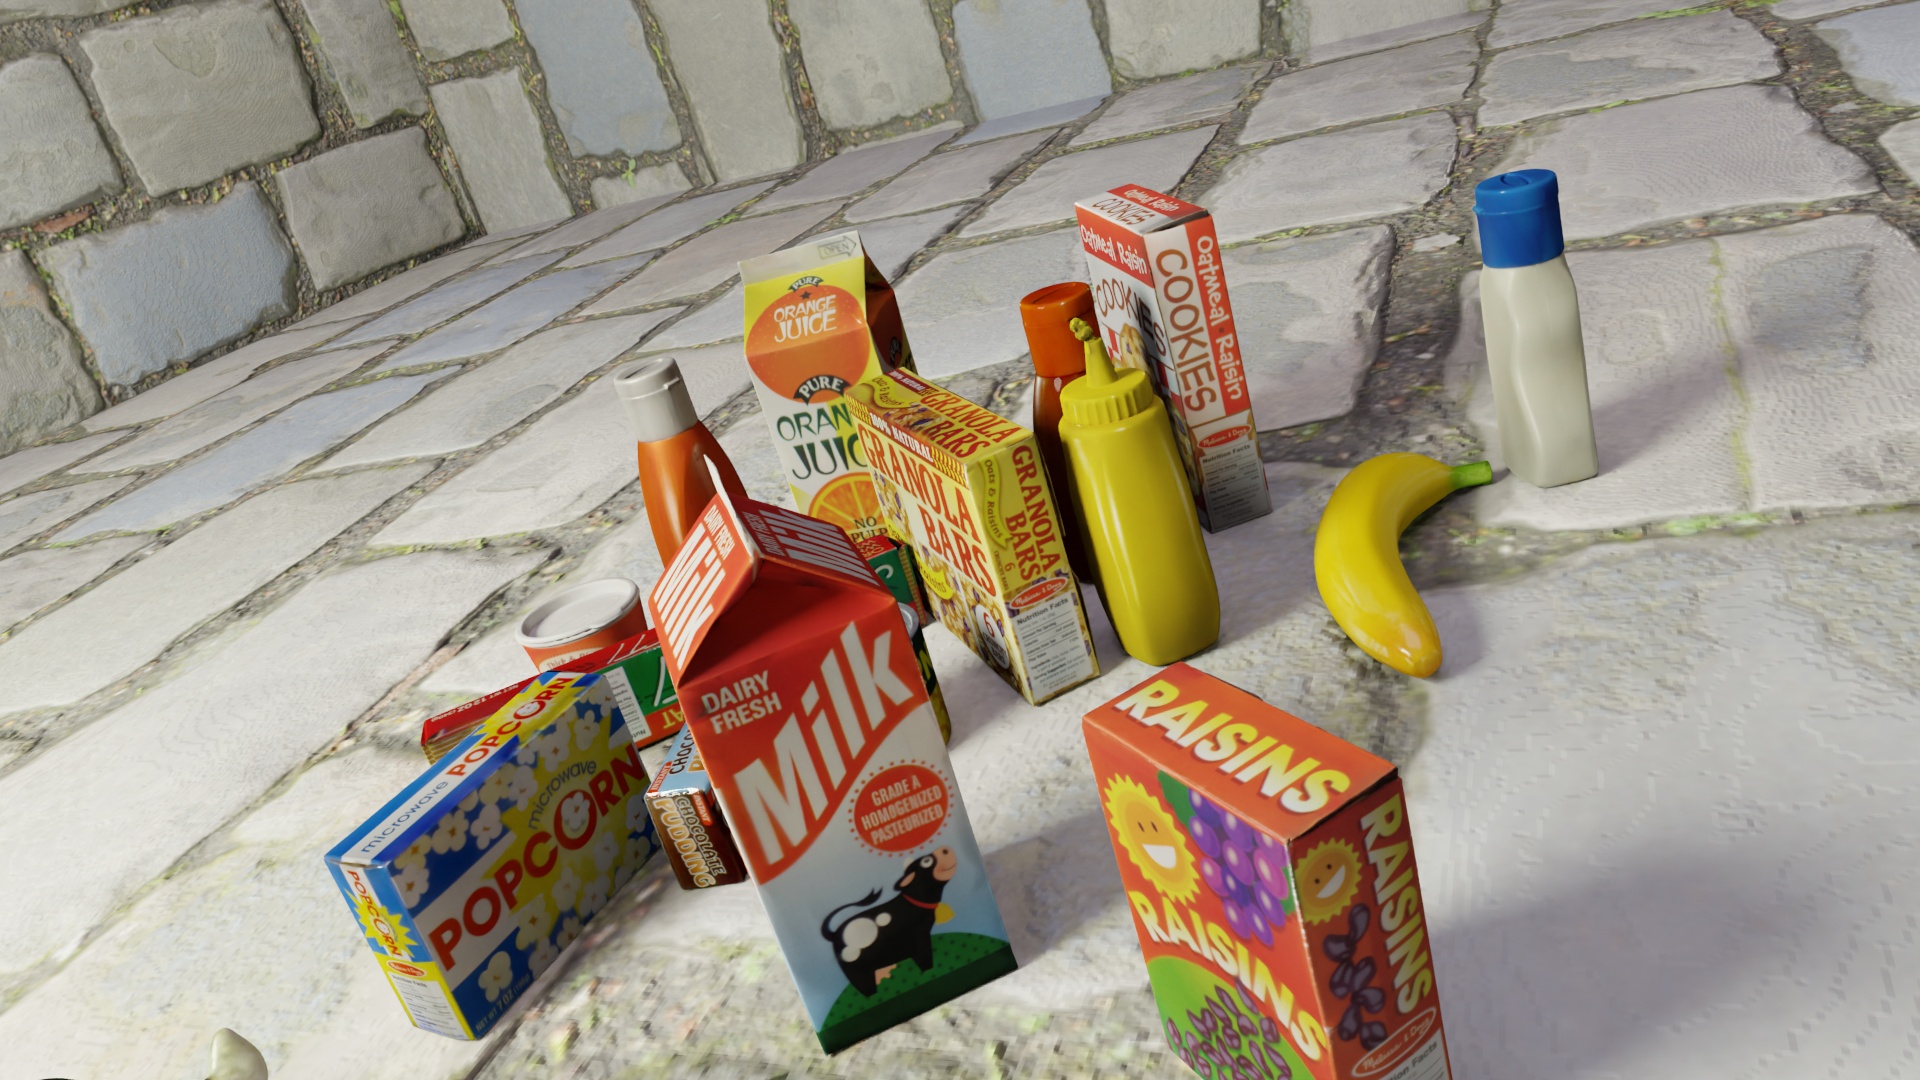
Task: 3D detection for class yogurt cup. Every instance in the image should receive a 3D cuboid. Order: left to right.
[{"bbox_3d":[-0.197,0.059,0.747,0.072,0.053,0.073,-14,23,6],"label":"yogurt cup"}]

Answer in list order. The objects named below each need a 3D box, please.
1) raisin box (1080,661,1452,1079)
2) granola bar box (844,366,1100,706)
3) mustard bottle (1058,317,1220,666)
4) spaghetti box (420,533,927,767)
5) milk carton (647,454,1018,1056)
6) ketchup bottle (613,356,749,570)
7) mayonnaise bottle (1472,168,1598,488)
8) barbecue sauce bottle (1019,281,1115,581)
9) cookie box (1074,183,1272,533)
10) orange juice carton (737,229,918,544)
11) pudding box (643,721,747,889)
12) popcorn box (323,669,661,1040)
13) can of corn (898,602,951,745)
[{"bbox_3d":[0.083,0.103,0.372,0.040,0.123,0.086,-26,25,-21],"label":"raisin box"},{"bbox_3d":[0.002,-0.008,0.676,0.039,0.123,0.166,-23,24,-15],"label":"granola bar box"},{"bbox_3d":[0.075,-0.024,0.617,0.049,0.159,0.065,-20,23,-9],"label":"mustard bottle"},{"bbox_3d":[-0.138,0.066,0.696,0.251,0.050,0.029,-23,24,-14],"label":"spaghetti box"},{"bbox_3d":[-0.048,0.065,0.459,0.073,0.189,0.072,-22,23,-11],"label":"milk carton"},{"bbox_3d":[-0.155,-0.031,0.799,0.043,0.148,0.065,1,28,36],"label":"ketchup bottle"},{"bbox_3d":[0.278,-0.103,0.674,0.041,0.147,0.065,-13,23,8],"label":"mayonnaise bottle"},{"bbox_3d":[0.065,-0.057,0.711,0.065,0.148,0.043,-30,26,-29],"label":"barbecue sauce bottle"},{"bbox_3d":[0.115,-0.103,0.759,0.040,0.166,0.123,-19,23,-5],"label":"cookie box"},{"bbox_3d":[-0.062,-0.072,0.775,0.072,0.192,0.073,-11,23,14],"label":"orange juice carton"},{"bbox_3d":[-0.102,0.102,0.592,0.030,0.049,0.084,-11,24,14],"label":"pudding box"},{"bbox_3d":[-0.179,0.121,0.555,0.038,0.085,0.127,-3,27,30],"label":"popcorn box"},{"bbox_3d":[-0.040,0.069,0.615,0.071,0.058,0.071,-14,23,6],"label":"can of corn"}]
